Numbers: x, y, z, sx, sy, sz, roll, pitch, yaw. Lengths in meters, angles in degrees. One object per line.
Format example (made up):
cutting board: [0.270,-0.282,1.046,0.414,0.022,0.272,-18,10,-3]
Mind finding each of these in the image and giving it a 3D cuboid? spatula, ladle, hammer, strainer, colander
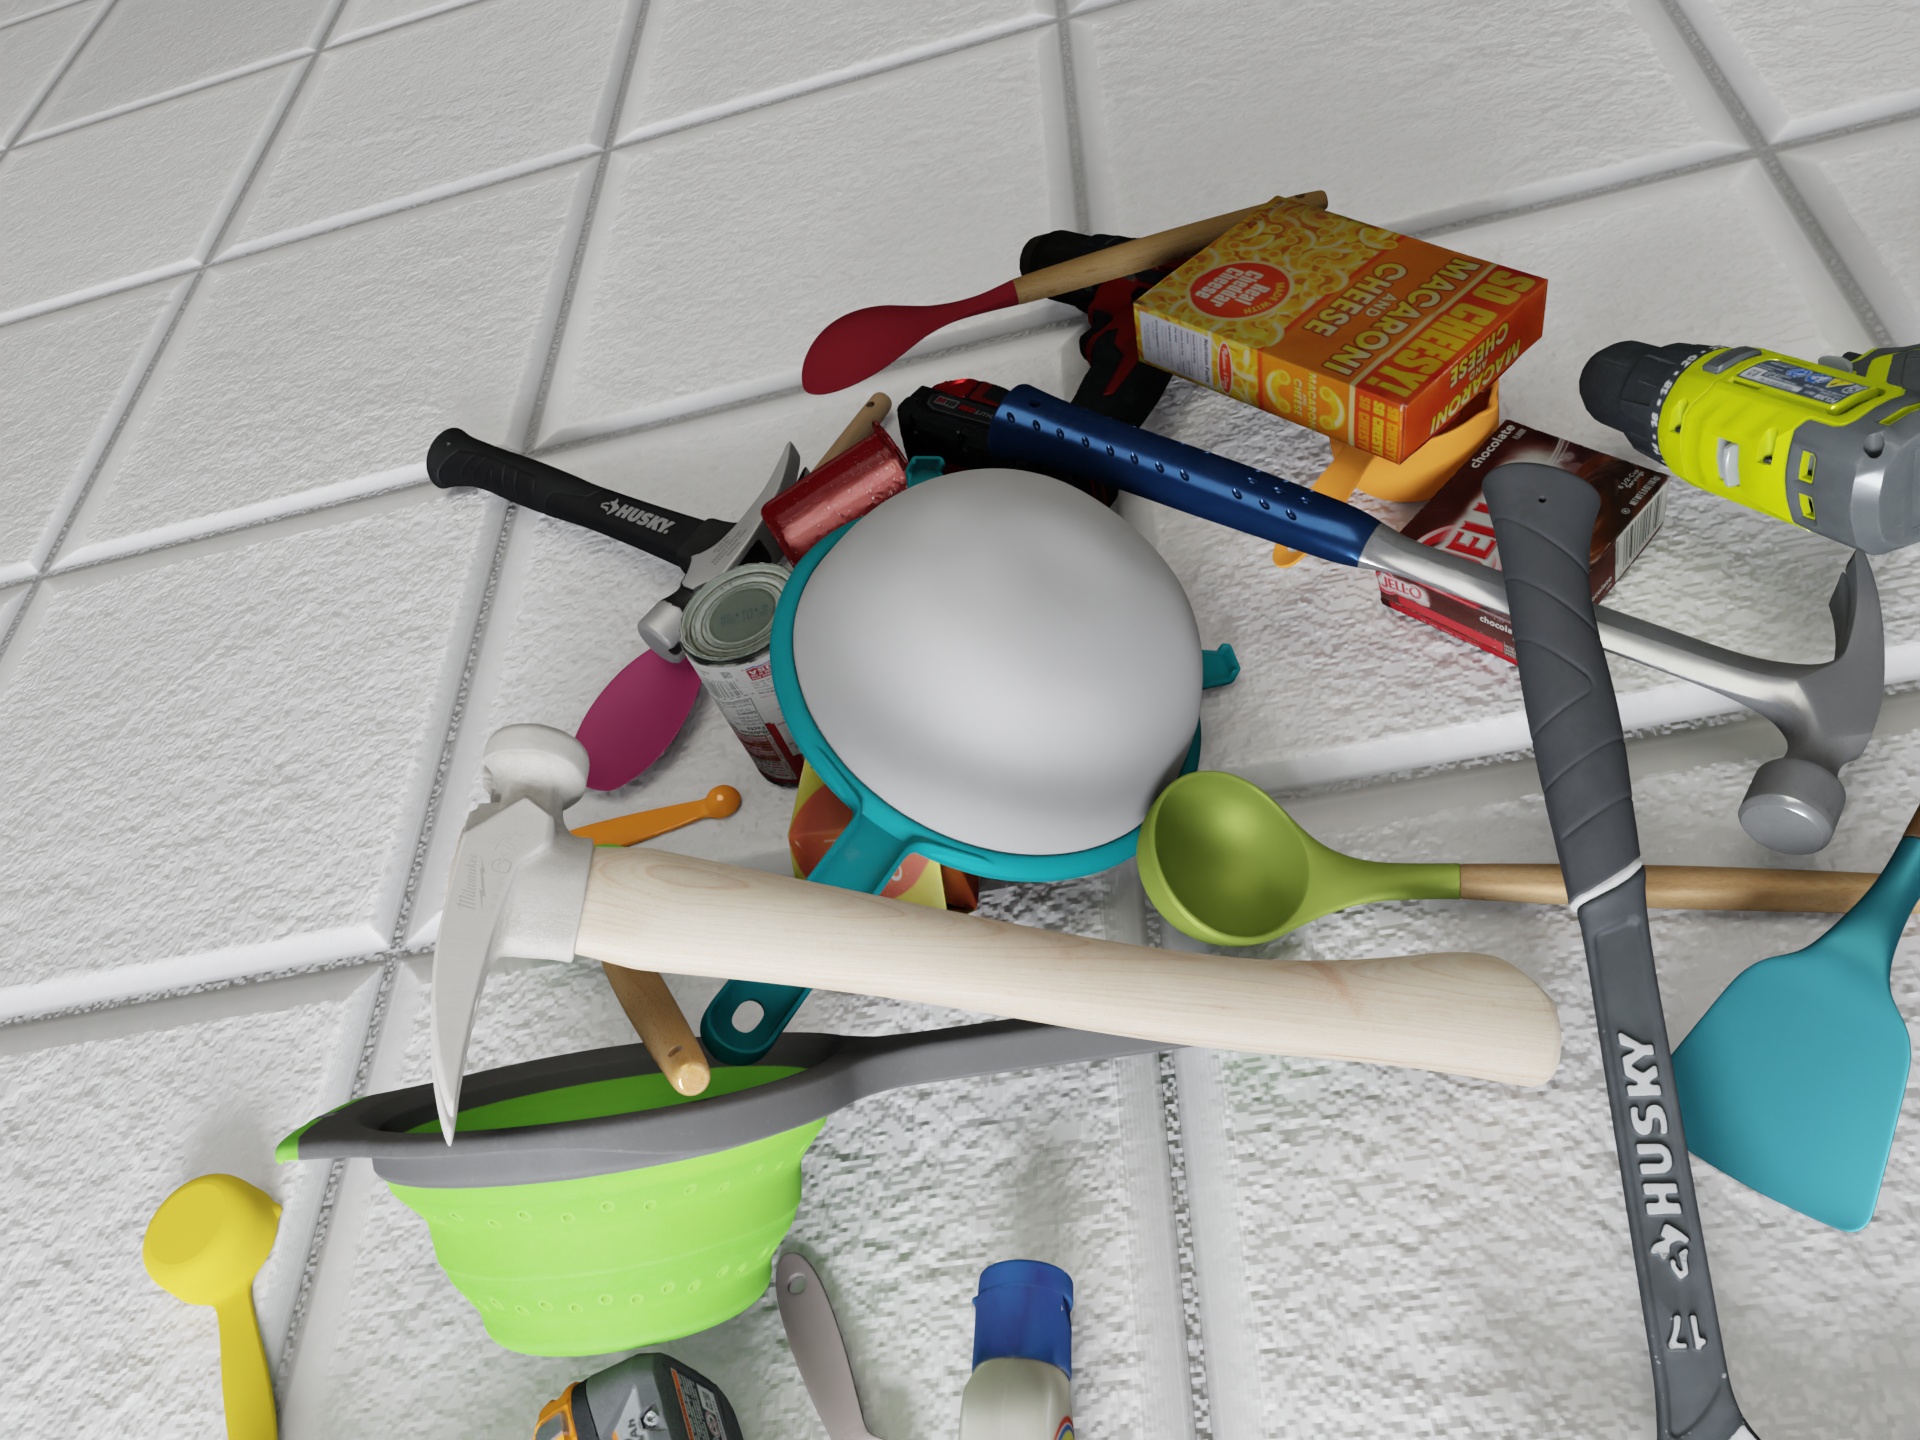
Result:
spatula: [0.364,0.030,0.585,0.082,0.044,0.317,28,77,39]
ladle: [0.057,-0.249,0.903,0.315,0.031,0.069,-17,39,1]
hammer: [0.232,0.080,0.577,0.149,0.036,0.409,-6,62,13]
ladle: [0.231,0.061,0.647,0.320,0.062,0.078,0,59,18]
hammer: [0.026,0.099,0.568,0.410,0.038,0.146,10,51,-11]
hammer: [-0.232,-0.140,0.997,0.335,0.035,0.146,23,65,39]
strainer: [-0.001,-0.002,0.668,0.211,0.095,0.340,34,49,3]
colander: [-0.053,0.176,0.631,0.397,0.204,0.094,-7,87,-5]
hammer: [0.198,-0.079,0.716,0.406,0.035,0.144,24,60,23]

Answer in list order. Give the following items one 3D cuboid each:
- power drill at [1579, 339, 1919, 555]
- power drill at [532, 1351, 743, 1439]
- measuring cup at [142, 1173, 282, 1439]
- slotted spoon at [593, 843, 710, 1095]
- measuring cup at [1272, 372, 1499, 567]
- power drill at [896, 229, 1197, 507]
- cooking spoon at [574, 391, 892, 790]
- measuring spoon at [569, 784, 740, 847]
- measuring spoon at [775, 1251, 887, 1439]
power drill: [0.420,-0.163,0.719,0.228,0.080,0.191,-23,31,-9]
power drill: [-0.173,0.343,0.548,0.226,0.084,0.164,-30,48,0]
measuring cup: [-0.328,0.266,0.704,0.062,0.029,0.157,-32,46,-7]
slotted spoon: [-0.147,0.104,0.685,0.070,0.031,0.314,-35,18,-14]
measuring cup: [0.211,-0.125,0.815,0.095,0.052,0.174,24,65,35]
power drill: [0.063,-0.209,0.929,0.188,0.080,0.227,26,61,36]
cooking spoon: [-0.125,-0.083,0.931,0.069,0.017,0.319,14,58,33]
measuring spoon: [-0.172,0.054,0.837,0.117,0.011,0.021,-16,47,8]
measuring spoon: [-0.048,0.259,0.617,0.034,0.018,0.124,-29,40,-4]
